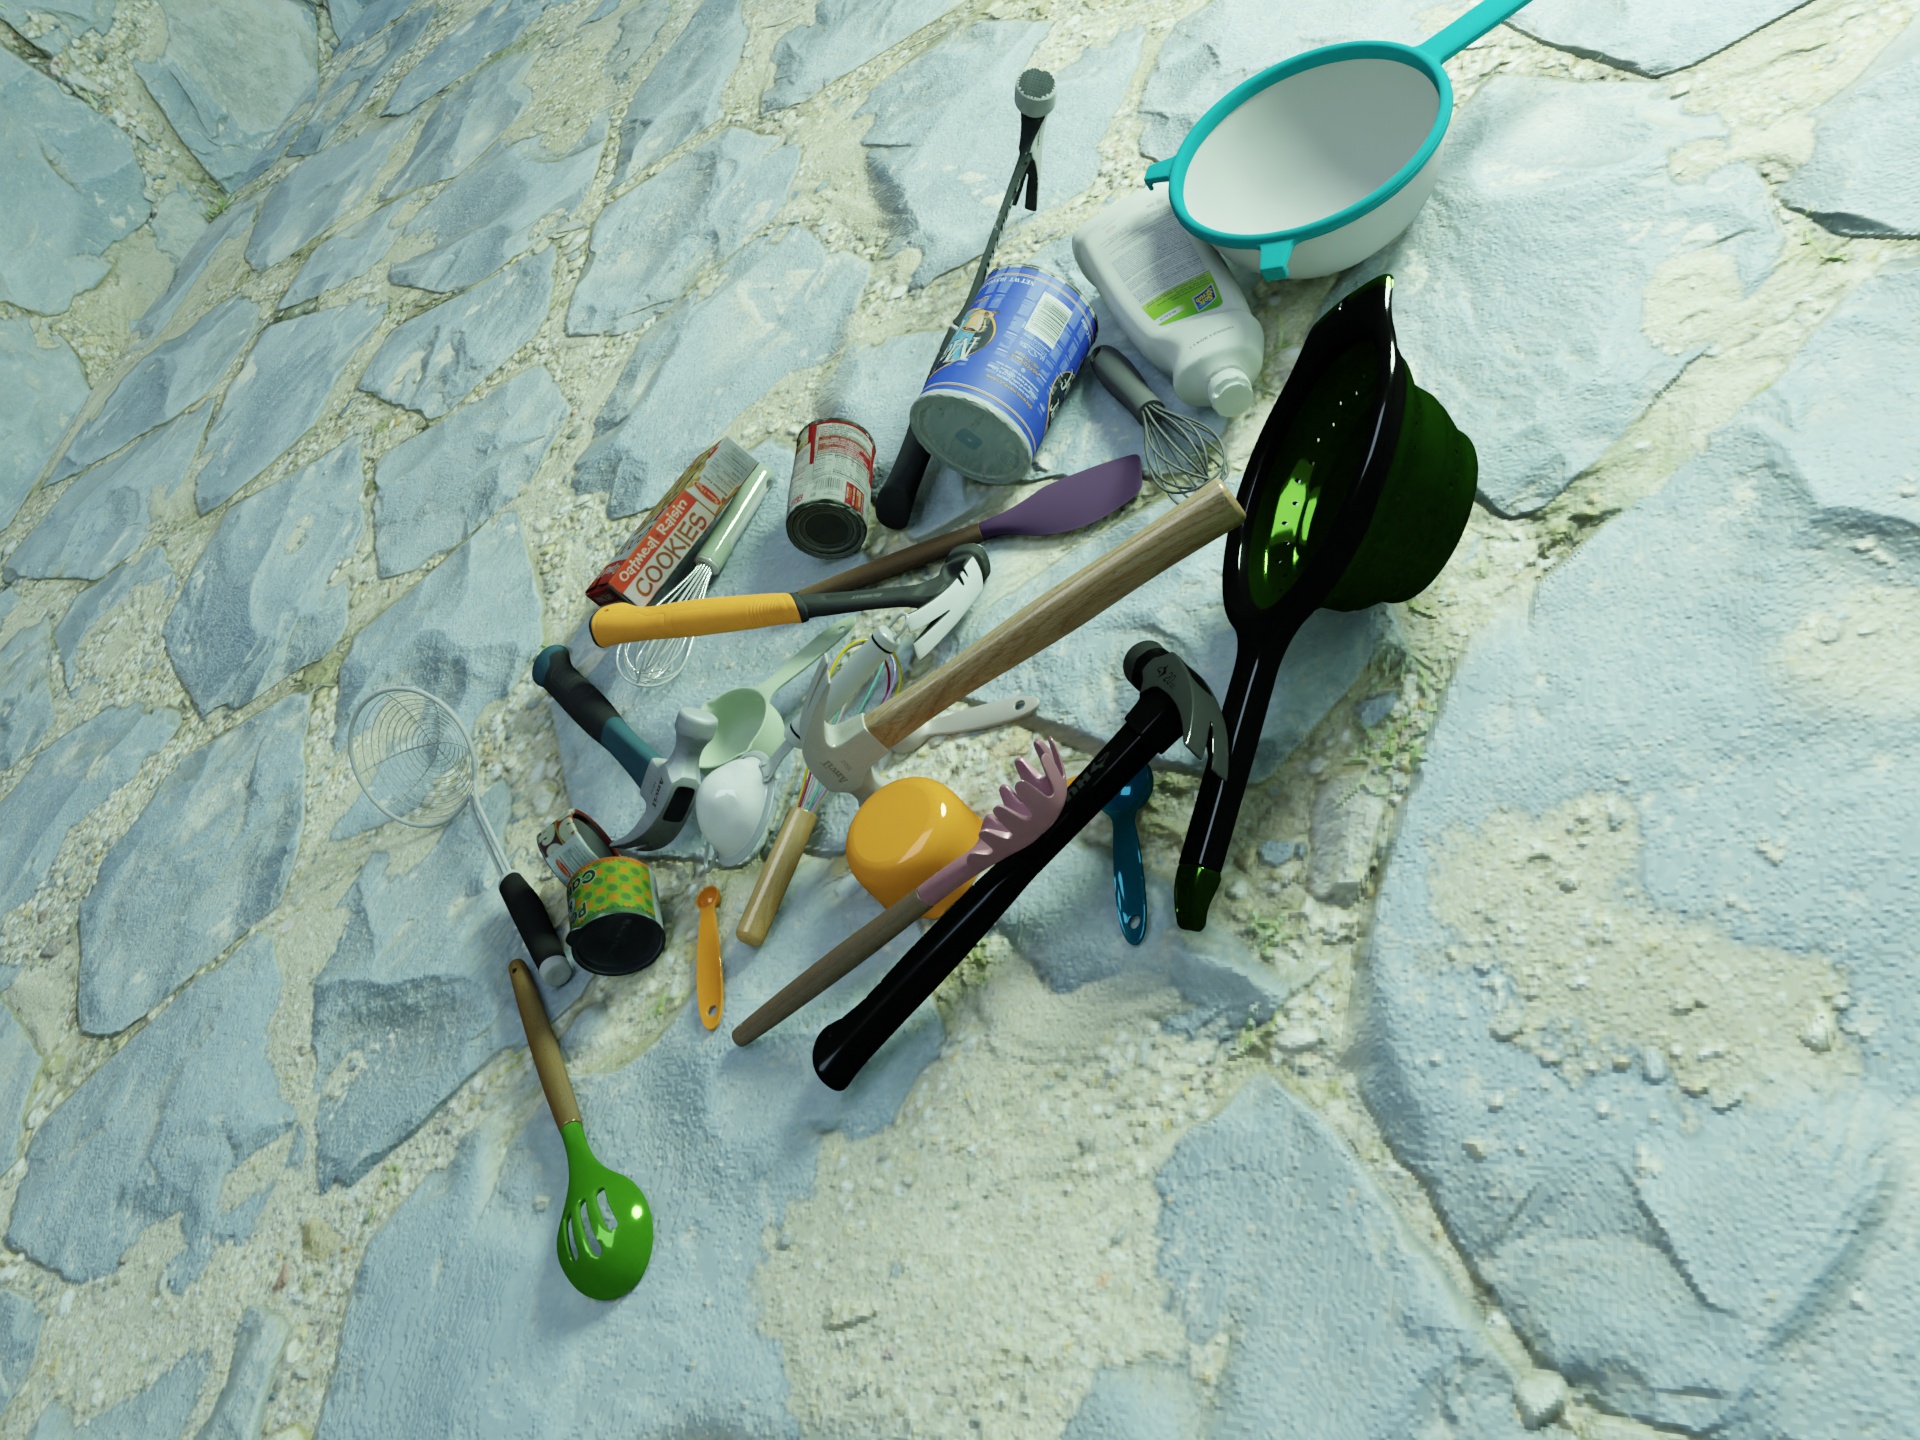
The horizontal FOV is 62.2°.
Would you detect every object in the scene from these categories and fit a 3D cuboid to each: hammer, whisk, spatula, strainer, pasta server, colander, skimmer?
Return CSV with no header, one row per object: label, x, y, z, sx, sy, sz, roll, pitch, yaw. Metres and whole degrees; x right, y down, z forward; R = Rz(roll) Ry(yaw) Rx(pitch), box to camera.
hammer,0.030,0.097,0.957,0.335,0.035,0.146,-47,22,7
whisk,0.140,-0.225,1.180,0.055,0.055,0.239,-34,37,8
spatula,-0.005,-0.136,1.230,0.316,0.018,0.060,-17,48,24
hammer,0.035,-0.054,1.033,0.331,0.129,0.031,-33,40,14
strainer,-0.121,0.014,1.114,0.258,0.050,0.087,-46,41,20
pasta server,-0.044,0.116,0.975,0.316,0.040,0.060,-40,11,28
colander,0.219,-0.058,0.944,0.204,0.094,0.397,161,127,-77
skimmer,-0.410,0.097,1.286,0.364,0.090,0.127,45,120,46
whisk,-0.100,0.048,1.134,0.051,0.047,0.245,-4,57,50
hammer,-0.148,-0.080,1.219,0.337,0.034,0.127,-3,29,27
hammer,-0.285,0.004,1.285,0.331,0.033,0.128,33,107,53
hammer,0.005,-0.344,1.344,0.036,0.149,0.409,17,72,4
strainer,0.321,-0.437,1.185,0.340,0.095,0.211,-35,46,2
whisk,-0.222,-0.128,1.372,0.059,0.057,0.246,22,63,9

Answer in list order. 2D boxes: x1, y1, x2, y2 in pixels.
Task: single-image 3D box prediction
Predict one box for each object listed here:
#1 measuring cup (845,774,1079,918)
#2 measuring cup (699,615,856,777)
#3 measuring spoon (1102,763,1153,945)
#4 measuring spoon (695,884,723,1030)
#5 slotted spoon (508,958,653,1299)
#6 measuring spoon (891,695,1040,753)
measuring cup,0.003,0.062,1.031,0.173,0.052,0.095,-27,44,19
measuring cup,-0.136,-0.015,1.216,0.167,0.038,0.083,-42,42,-7
measuring spoon,0.106,0.079,0.972,0.042,0.021,0.129,-24,53,33
measuring spoon,-0.173,0.166,1.112,0.021,0.011,0.117,-25,48,17
slotted spoon,-0.275,0.264,1.092,0.070,0.031,0.314,-41,40,1
measuring spoon,-0.002,-0.004,1.116,0.124,0.018,0.034,-13,49,28
